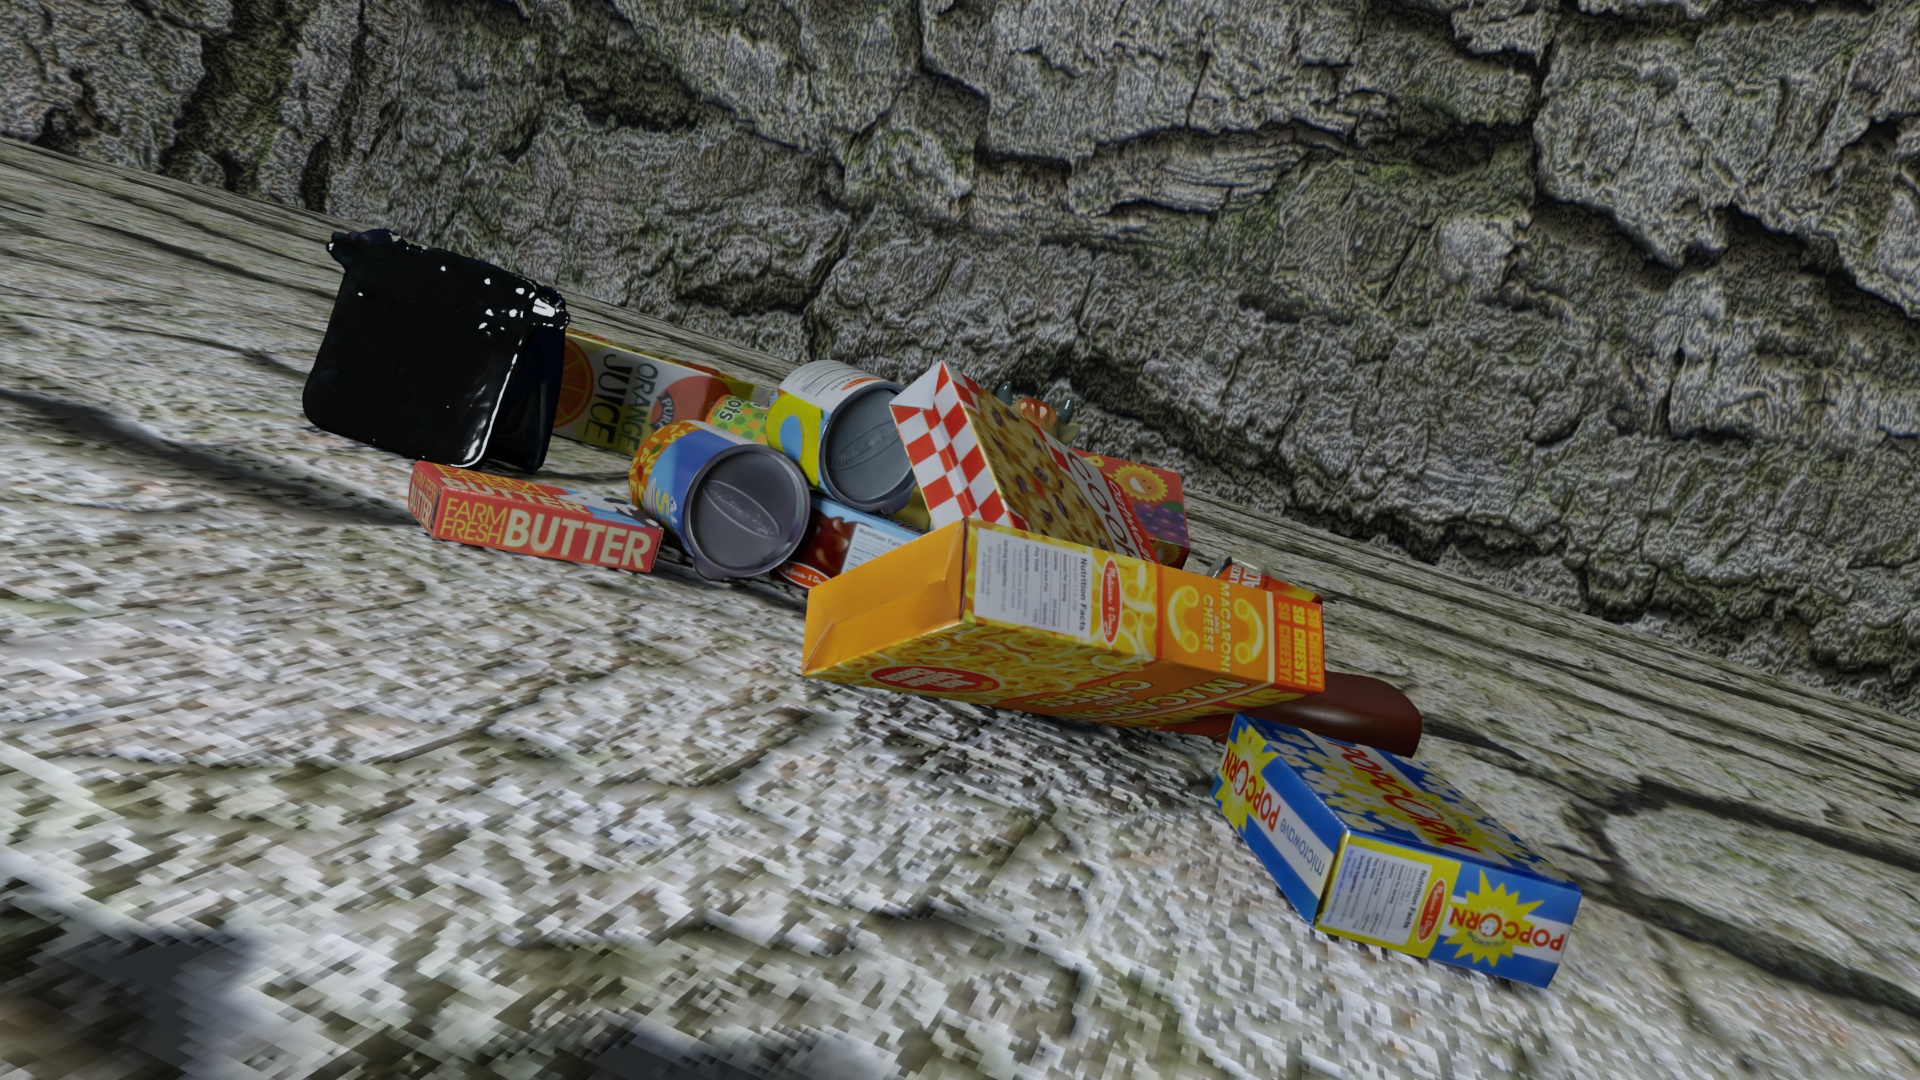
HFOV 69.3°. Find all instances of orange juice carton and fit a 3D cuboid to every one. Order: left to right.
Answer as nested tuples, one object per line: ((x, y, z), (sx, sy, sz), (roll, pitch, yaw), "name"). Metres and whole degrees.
((-0.238, -0.102, 1.002), (0.193, 0.071, 0.073), (16, 8, -9), "orange juice carton")

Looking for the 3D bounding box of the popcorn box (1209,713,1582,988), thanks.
((0.150, 0.107, 0.500), (0.085, 0.038, 0.127), (15, 8, -8), "popcorn box")

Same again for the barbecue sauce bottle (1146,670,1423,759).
((0.150, 0.080, 0.669), (0.149, 0.043, 0.065), (12, 9, -31), "barbecue sauce bottle")

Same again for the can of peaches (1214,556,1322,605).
((0.176, 0.051, 0.822), (0.058, 0.071, 0.071), (22, 9, 25), "can of peaches")

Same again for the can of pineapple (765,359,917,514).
((-0.057, -0.052, 0.702), (0.071, 0.071, 0.058), (11, 10, -39), "can of pineapple")

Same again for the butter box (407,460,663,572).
((-0.193, -0.010, 0.632), (0.103, 0.024, 0.053), (12, 9, -36), "butter box")

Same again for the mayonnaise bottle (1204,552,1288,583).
((0.204, 0.044, 0.971), (0.041, 0.064, 0.148), (20, 5, 25), "mayonnaise bottle")

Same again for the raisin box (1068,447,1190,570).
((0.086, -0.019, 0.926), (0.123, 0.039, 0.086), (12, 37, -7), "raisin box")

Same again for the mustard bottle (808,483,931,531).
((-0.085, -0.017, 0.783), (0.160, 0.065, 0.049), (13, 2, 17), "mustard bottle")

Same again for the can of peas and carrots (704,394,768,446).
((-0.139, -0.061, 0.928), (0.059, 0.071, 0.071), (18, 8, 7), "can of peas and carrots")

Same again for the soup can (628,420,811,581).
((-0.125, -0.021, 0.701), (0.071, 0.071, 0.084), (12, 6, -34), "soup can")

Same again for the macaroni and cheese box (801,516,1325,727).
((0.039, 0.040, 0.547), (0.166, 0.040, 0.123), (13, -20, -29), "macaroni and cheese box")

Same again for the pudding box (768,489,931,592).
((-0.051, 0.009, 0.709), (0.084, 0.049, 0.030), (20, 6, 20), "pudding box")

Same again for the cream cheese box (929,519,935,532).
((0.003, -0.009, 0.746), (0.024, 0.103, 0.053), (8, 5, 16), "cream cheese box")

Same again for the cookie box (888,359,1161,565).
((0.045, -0.001, 0.679), (0.167, 0.040, 0.123), (29, 31, -47), "cookie box")
